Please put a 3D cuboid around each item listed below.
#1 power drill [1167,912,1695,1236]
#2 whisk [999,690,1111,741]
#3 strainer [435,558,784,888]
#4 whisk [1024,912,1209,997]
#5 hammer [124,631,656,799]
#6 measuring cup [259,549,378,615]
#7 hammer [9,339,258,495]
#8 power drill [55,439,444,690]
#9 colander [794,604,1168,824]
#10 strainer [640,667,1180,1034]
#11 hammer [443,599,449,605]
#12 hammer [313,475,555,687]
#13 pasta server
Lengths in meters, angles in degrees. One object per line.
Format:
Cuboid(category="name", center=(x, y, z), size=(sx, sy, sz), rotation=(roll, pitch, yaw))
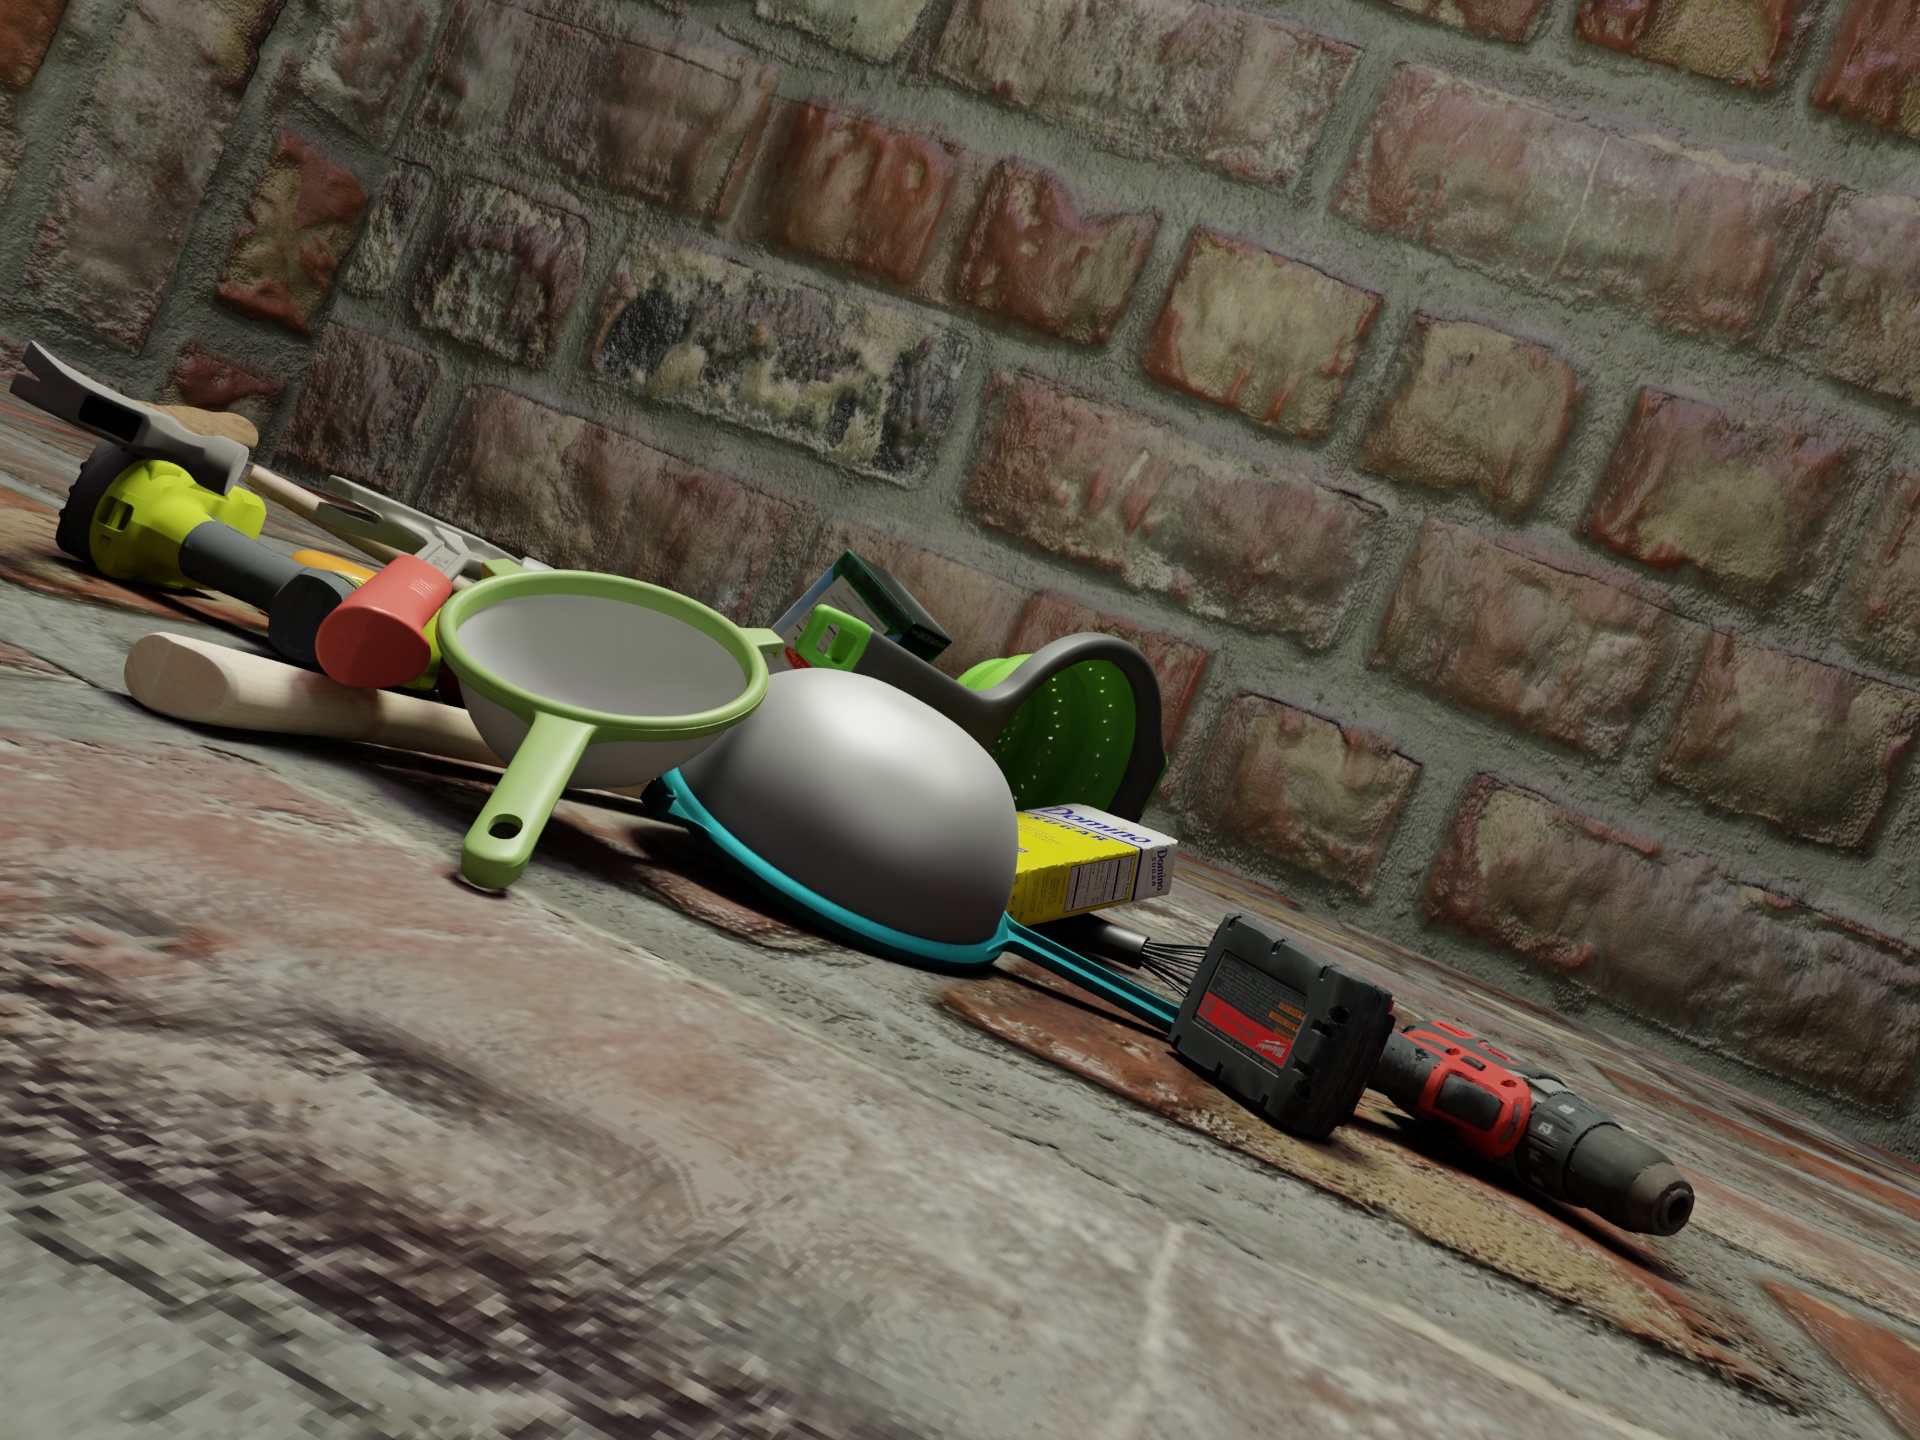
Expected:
Cuboid(category="power drill", center=(0.240, 0.187, 0.807), size=(0.226, 0.080, 0.188), rotation=(25, 0, -29))
Cuboid(category="whisk", center=(-0.014, 0.007, 1.219), size=(0.284, 0.070, 0.070), rotation=(-13, 6, -7))
Cuboid(category="strainer", center=(-0.171, 0.016, 0.694), size=(0.151, 0.069, 0.257), rotation=(15, 27, -5))
Cuboid(category="whisk", center=(0.116, 0.146, 1.014), size=(0.239, 0.055, 0.055), rotation=(18, 0, 20))
Cuboid(category="hammer", center=(-0.235, 0.011, 0.822), size=(0.146, 0.038, 0.410), rotation=(21, 1, 32))
Cuboid(category="measuring cup", center=(-0.452, -0.095, 1.133), size=(0.095, 0.052, 0.174), rotation=(21, 4, -39))
Cuboid(category="hammer", center=(-0.491, -0.185, 0.998), size=(0.130, 0.031, 0.331), rotation=(26, 2, -17))
Cuboid(category="power drill", center=(-0.416, -0.086, 0.980), size=(0.223, 0.080, 0.171), rotation=(26, 2, 13))
Cuboid(category="colander", center=(-0.002, -0.003, 1.054), size=(0.095, 0.204, 0.396), rotation=(30, 0, 38))
Cuboid(category="strainer", center=(0.009, 0.063, 0.841), size=(0.340, 0.095, 0.211), rotation=(29, 12, -4))
Cuboid(category="hammer", center=(-0.299, -0.032, 1.135), size=(0.128, 0.033, 0.331), rotation=(32, -1, -36))
Cuboid(category="hammer", center=(-0.300, -0.075, 0.845), size=(0.149, 0.036, 0.359), rotation=(23, 7, -15))
Cuboid(category="pasta server", center=(-0.319, -0.087, 1.060), size=(0.316, 0.040, 0.060), rotation=(31, -13, -28))
